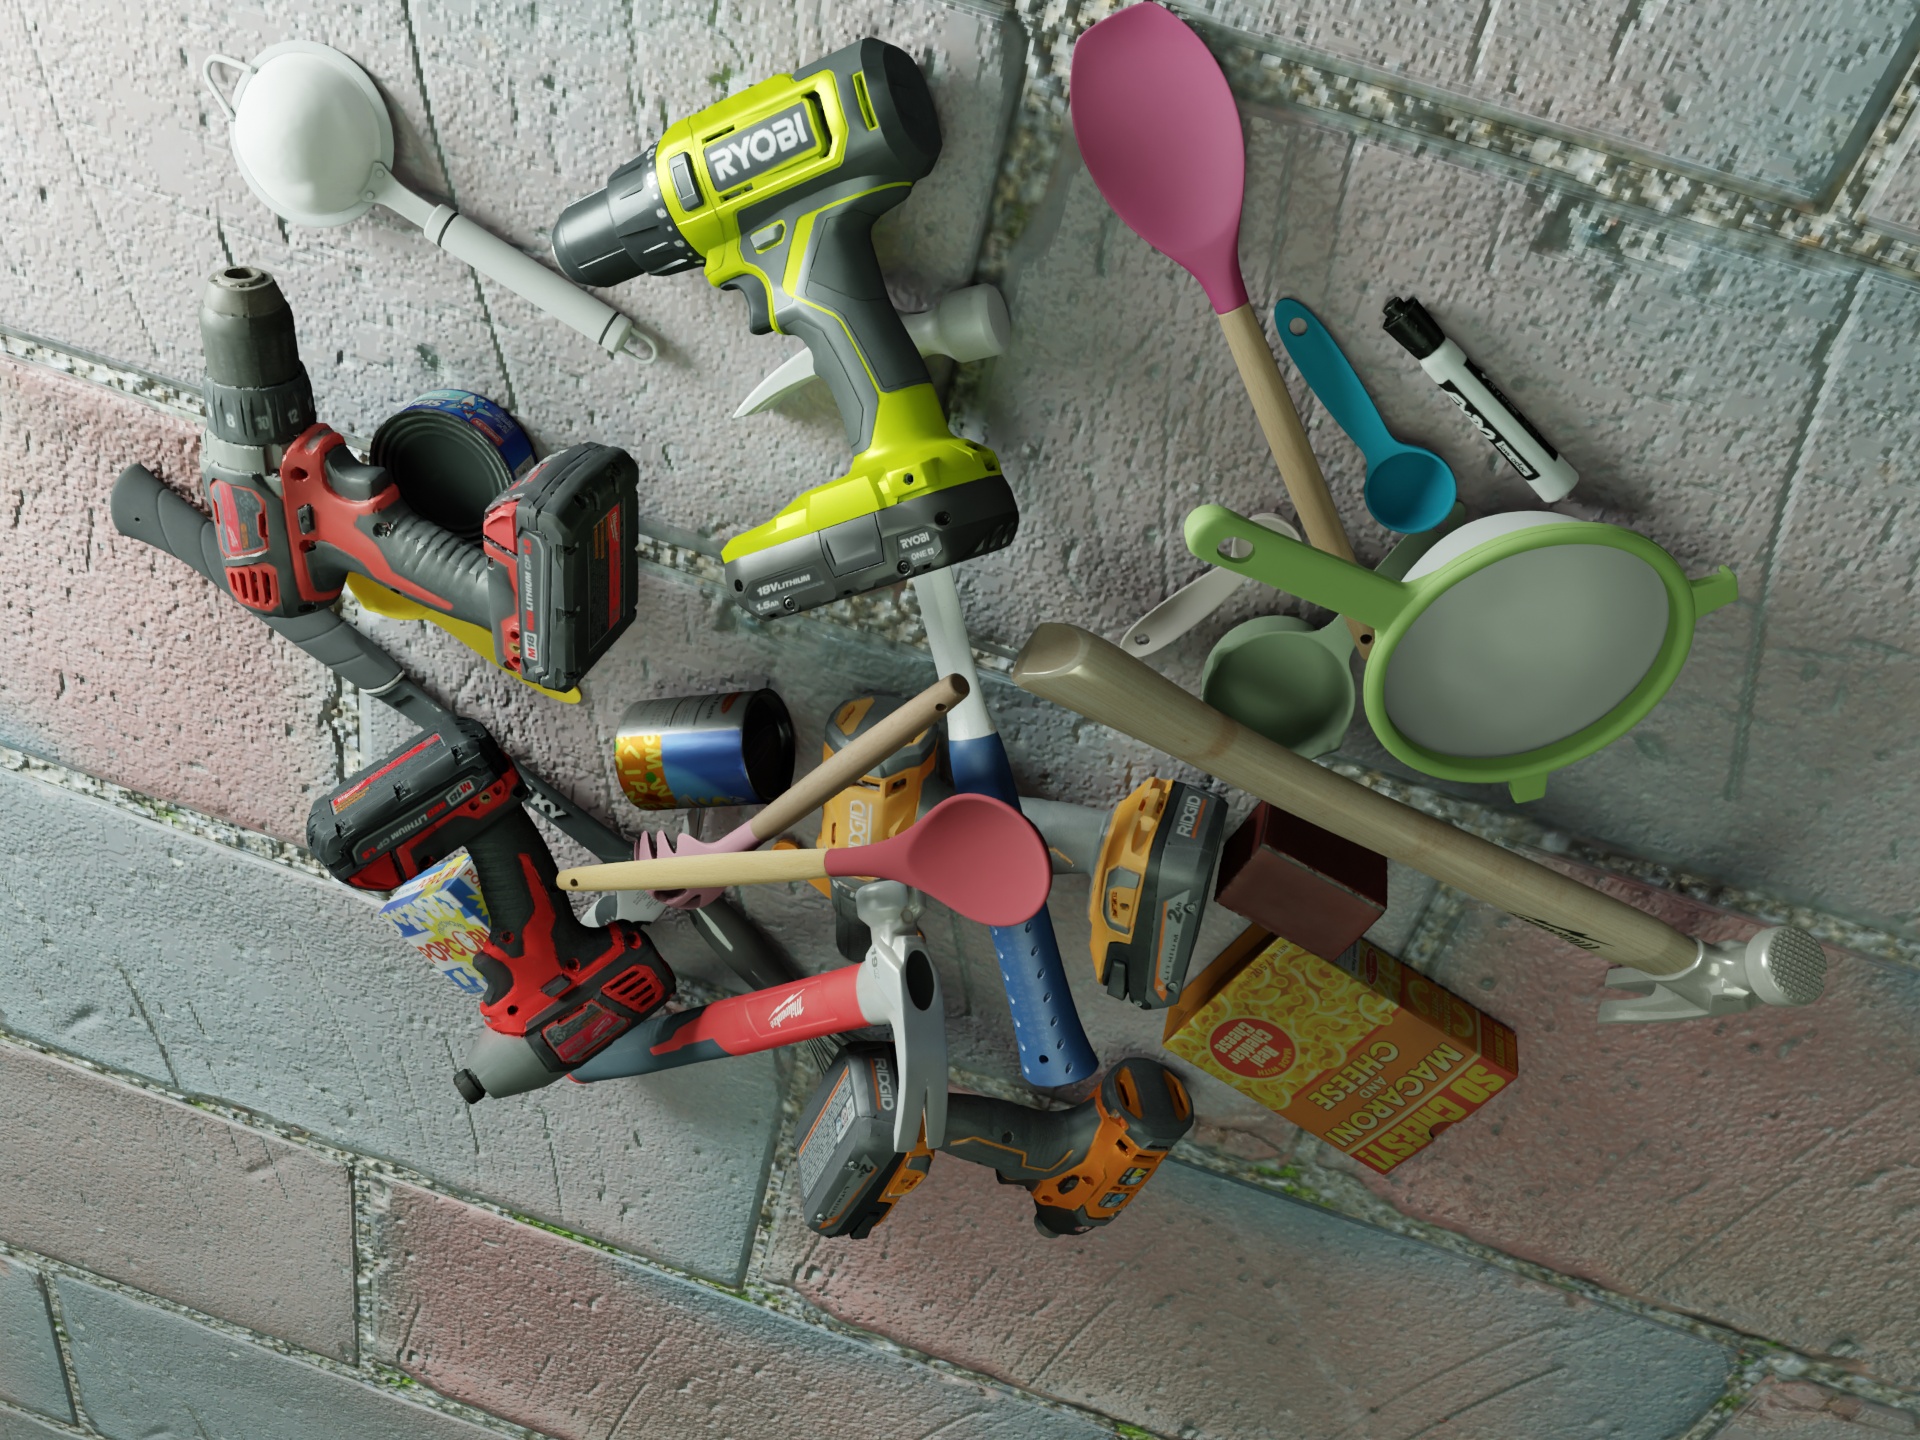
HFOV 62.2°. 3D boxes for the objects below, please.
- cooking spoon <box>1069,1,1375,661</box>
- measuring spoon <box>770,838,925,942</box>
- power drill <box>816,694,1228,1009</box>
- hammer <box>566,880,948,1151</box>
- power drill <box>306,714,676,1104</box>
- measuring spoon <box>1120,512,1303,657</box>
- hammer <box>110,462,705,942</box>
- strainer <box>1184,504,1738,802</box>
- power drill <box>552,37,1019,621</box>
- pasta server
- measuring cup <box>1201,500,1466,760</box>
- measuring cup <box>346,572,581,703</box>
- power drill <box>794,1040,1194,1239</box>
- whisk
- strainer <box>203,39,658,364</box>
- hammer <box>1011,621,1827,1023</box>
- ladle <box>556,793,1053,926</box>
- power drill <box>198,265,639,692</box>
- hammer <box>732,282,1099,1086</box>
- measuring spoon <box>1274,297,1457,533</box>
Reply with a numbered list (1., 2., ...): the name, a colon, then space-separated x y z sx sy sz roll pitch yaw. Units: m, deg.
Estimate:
1. cooking spoon: 0.133 -0.164 0.722 0.069 0.017 0.318 -19 111 24
2. measuring spoon: -0.069 0.108 0.994 0.117 0.011 0.021 36 124 -14
3. power drill: 0.025 0.093 0.913 0.226 0.084 0.185 15 127 12
4. hammer: -0.143 0.205 0.982 0.038 0.143 0.386 7 160 -40
5. power drill: -0.280 0.120 0.941 0.143 0.079 0.219 -36 115 -14
6. measuring spoon: 0.126 -0.068 0.813 0.034 0.018 0.124 40 132 -13
7. hammer: -0.334 -0.015 0.968 0.408 0.036 0.149 39 124 -12
8. strainer: 0.209 -0.061 0.729 0.256 0.069 0.151 18 127 -20
9. power drill: -0.080 -0.167 0.727 0.190 0.080 0.228 -15 95 24
10. pasta server: -0.092 0.041 0.853 0.060 0.040 0.316 25 142 -27
11. measuring cup: 0.188 -0.049 0.798 0.083 0.038 0.167 36 110 -11
12. measuring cup: -0.286 -0.061 0.934 0.156 0.029 0.062 36 127 -25
13. power drill: 0.015 0.277 1.006 0.226 0.084 0.164 9 131 -22
14. whisk: -0.101 0.196 1.042 0.055 0.055 0.238 -31 107 31
15. strainer: -0.262 -0.249 0.782 0.258 0.050 0.087 31 112 -10
16. hammer: 0.211 0.057 0.793 0.410 0.038 0.146 25 159 -9
17. ladle: -0.090 0.078 0.842 0.315 0.031 0.069 -6 101 28
18. power drill: -0.284 -0.121 0.812 0.227 0.080 0.187 16 127 9
19. hammer: -0.001 -0.003 0.811 0.144 0.035 0.405 -9 104 24
20. measuring spoon: 0.186 -0.145 0.741 0.042 0.021 0.128 -31 102 32
